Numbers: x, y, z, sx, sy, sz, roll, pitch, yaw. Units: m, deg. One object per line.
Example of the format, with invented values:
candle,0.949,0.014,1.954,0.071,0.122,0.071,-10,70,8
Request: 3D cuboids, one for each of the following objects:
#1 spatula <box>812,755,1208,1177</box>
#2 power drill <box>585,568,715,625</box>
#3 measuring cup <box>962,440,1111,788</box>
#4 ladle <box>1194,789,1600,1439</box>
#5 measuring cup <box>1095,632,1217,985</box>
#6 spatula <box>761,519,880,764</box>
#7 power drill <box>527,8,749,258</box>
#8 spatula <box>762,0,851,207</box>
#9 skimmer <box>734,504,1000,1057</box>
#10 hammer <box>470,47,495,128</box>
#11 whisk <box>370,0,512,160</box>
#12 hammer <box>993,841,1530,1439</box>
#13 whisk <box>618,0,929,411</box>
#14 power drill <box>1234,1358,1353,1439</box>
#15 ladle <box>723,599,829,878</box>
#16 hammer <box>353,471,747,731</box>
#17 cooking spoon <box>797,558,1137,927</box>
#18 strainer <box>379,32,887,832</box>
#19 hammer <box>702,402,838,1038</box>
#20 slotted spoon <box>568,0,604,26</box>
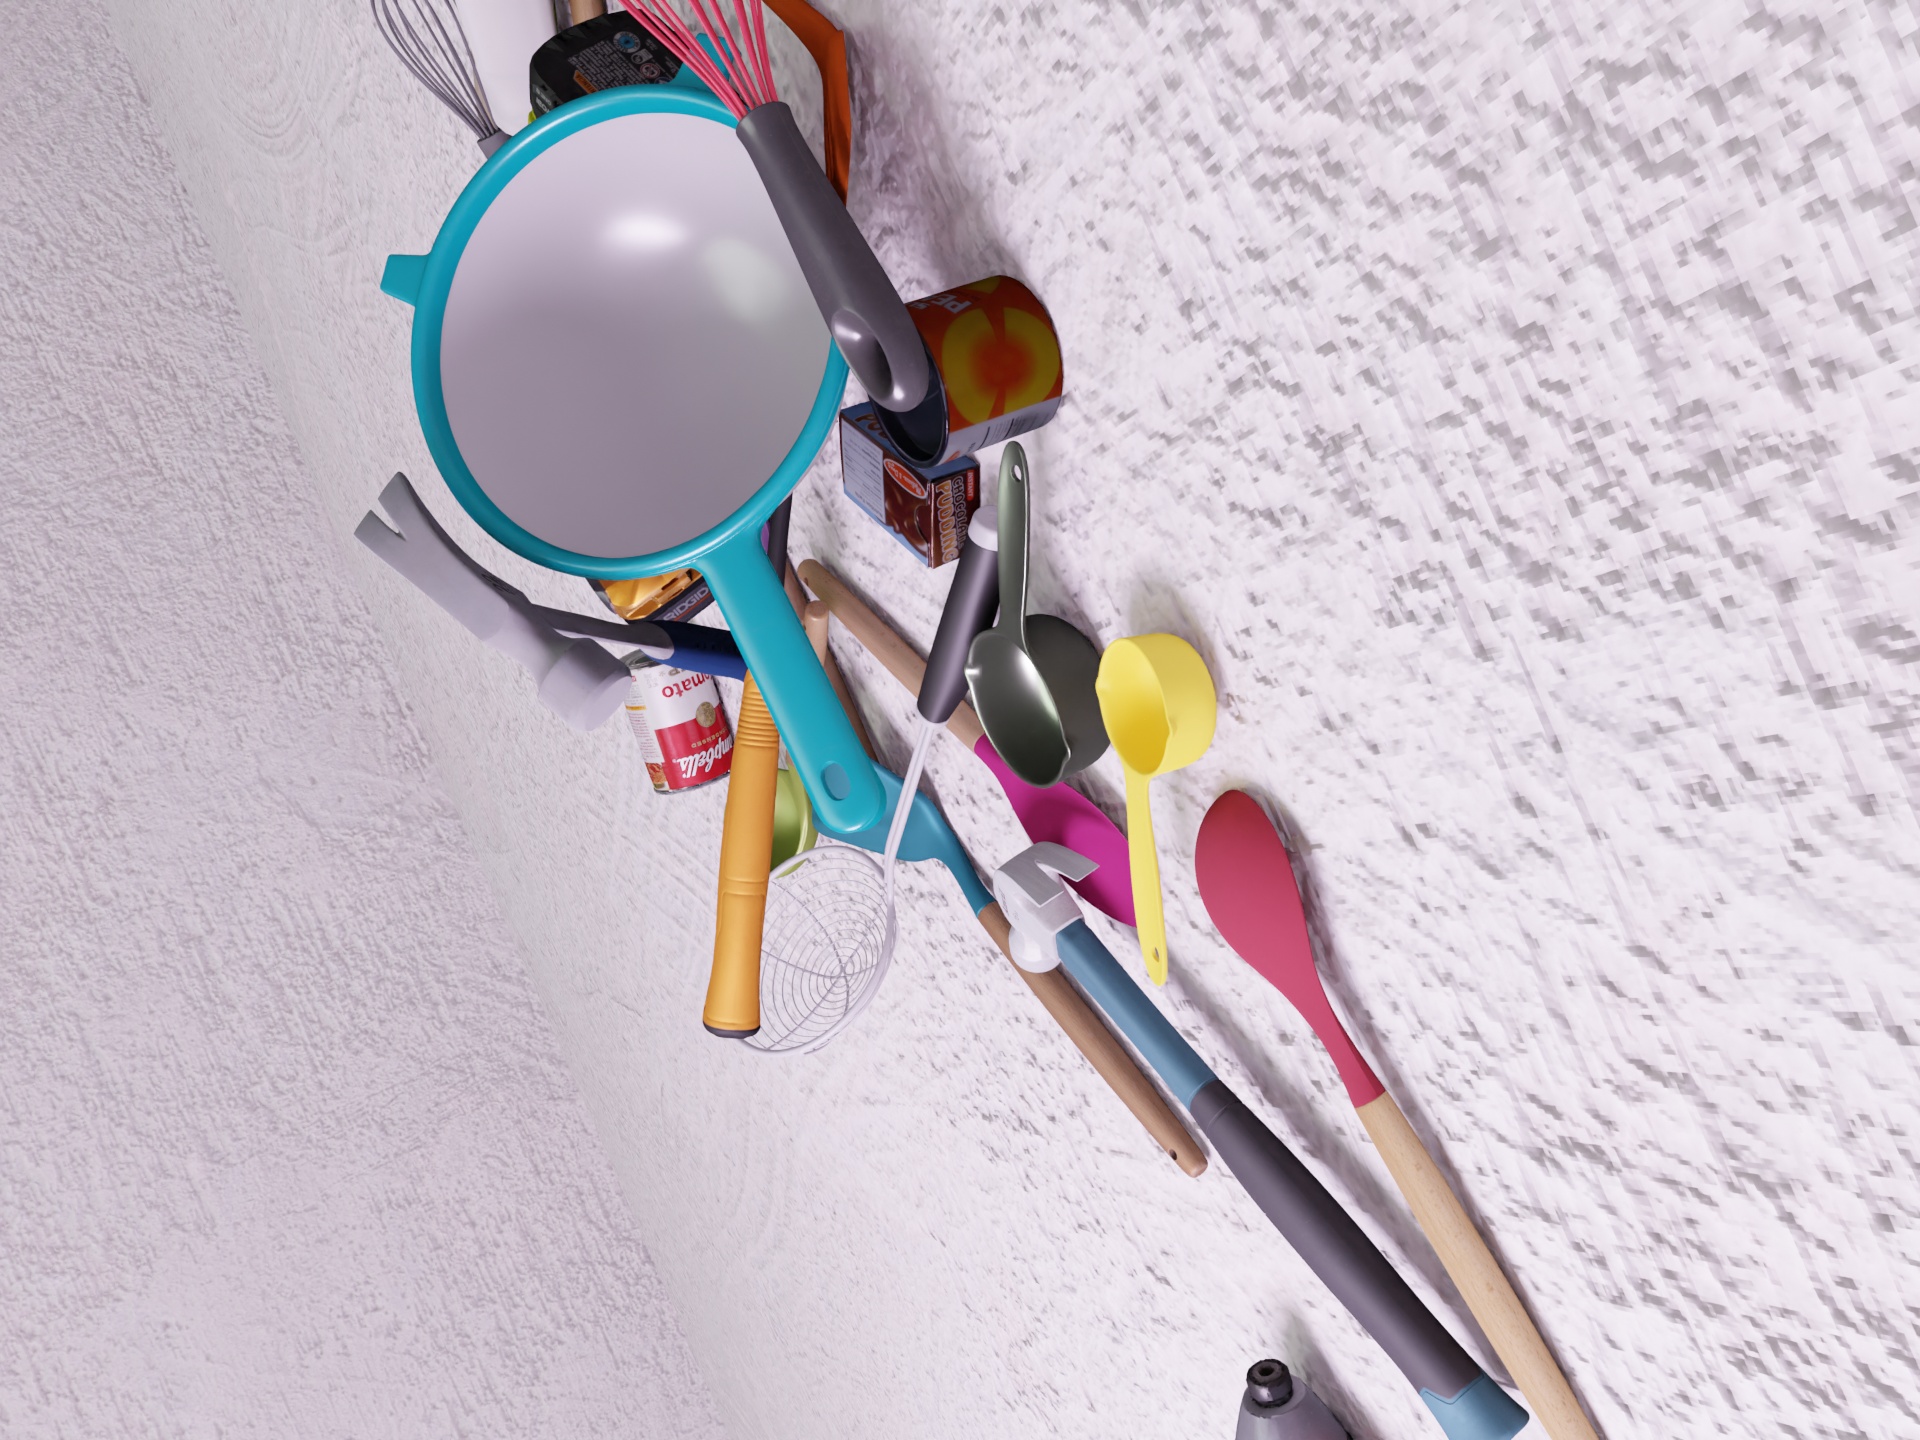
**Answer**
spatula,0.021,0.127,0.865,0.318,0.044,0.082,48,142,33
power drill,-0.252,-0.173,1.012,0.186,0.084,0.226,49,174,33
measuring cup,0.037,-0.048,0.690,0.083,0.038,0.167,40,143,44
ladle,0.174,0.170,0.620,0.315,0.031,0.069,60,161,10
measuring cup,0.086,0.038,0.656,0.062,0.029,0.156,-143,42,-60
spatula,-0.102,-0.075,0.966,0.060,0.018,0.316,-30,83,61
power drill,-0.163,-0.240,0.858,0.190,0.080,0.228,46,153,6
spatula,-0.109,-0.349,0.711,0.323,0.041,0.081,59,162,18
skimmer,-0.055,0.038,0.819,0.127,0.090,0.363,-107,26,-42
hammer,-0.294,-0.531,0.929,0.146,0.038,0.410,54,153,29
whisk,-0.296,-0.372,1.012,0.055,0.055,0.238,29,154,53
hammer,0.117,0.177,0.703,0.331,0.033,0.128,48,163,33
whisk,-0.086,-0.251,0.620,0.296,0.073,0.073,63,155,5
power drill,0.200,0.377,0.694,0.220,0.078,0.143,7,117,65
ladle,-0.111,0.015,0.982,0.320,0.062,0.078,109,139,-62
hammer,-0.171,-0.048,0.848,0.144,0.035,0.405,38,-175,8
cooking spoon,-0.001,-0.003,0.826,0.319,0.017,0.068,44,149,38
strainer,-0.102,-0.106,0.698,0.340,0.211,0.095,64,-165,10
hammer,-0.103,0.002,0.825,0.127,0.034,0.337,-148,63,-77
slotted spoon,-0.209,-0.380,0.904,0.070,0.031,0.313,43,145,46
